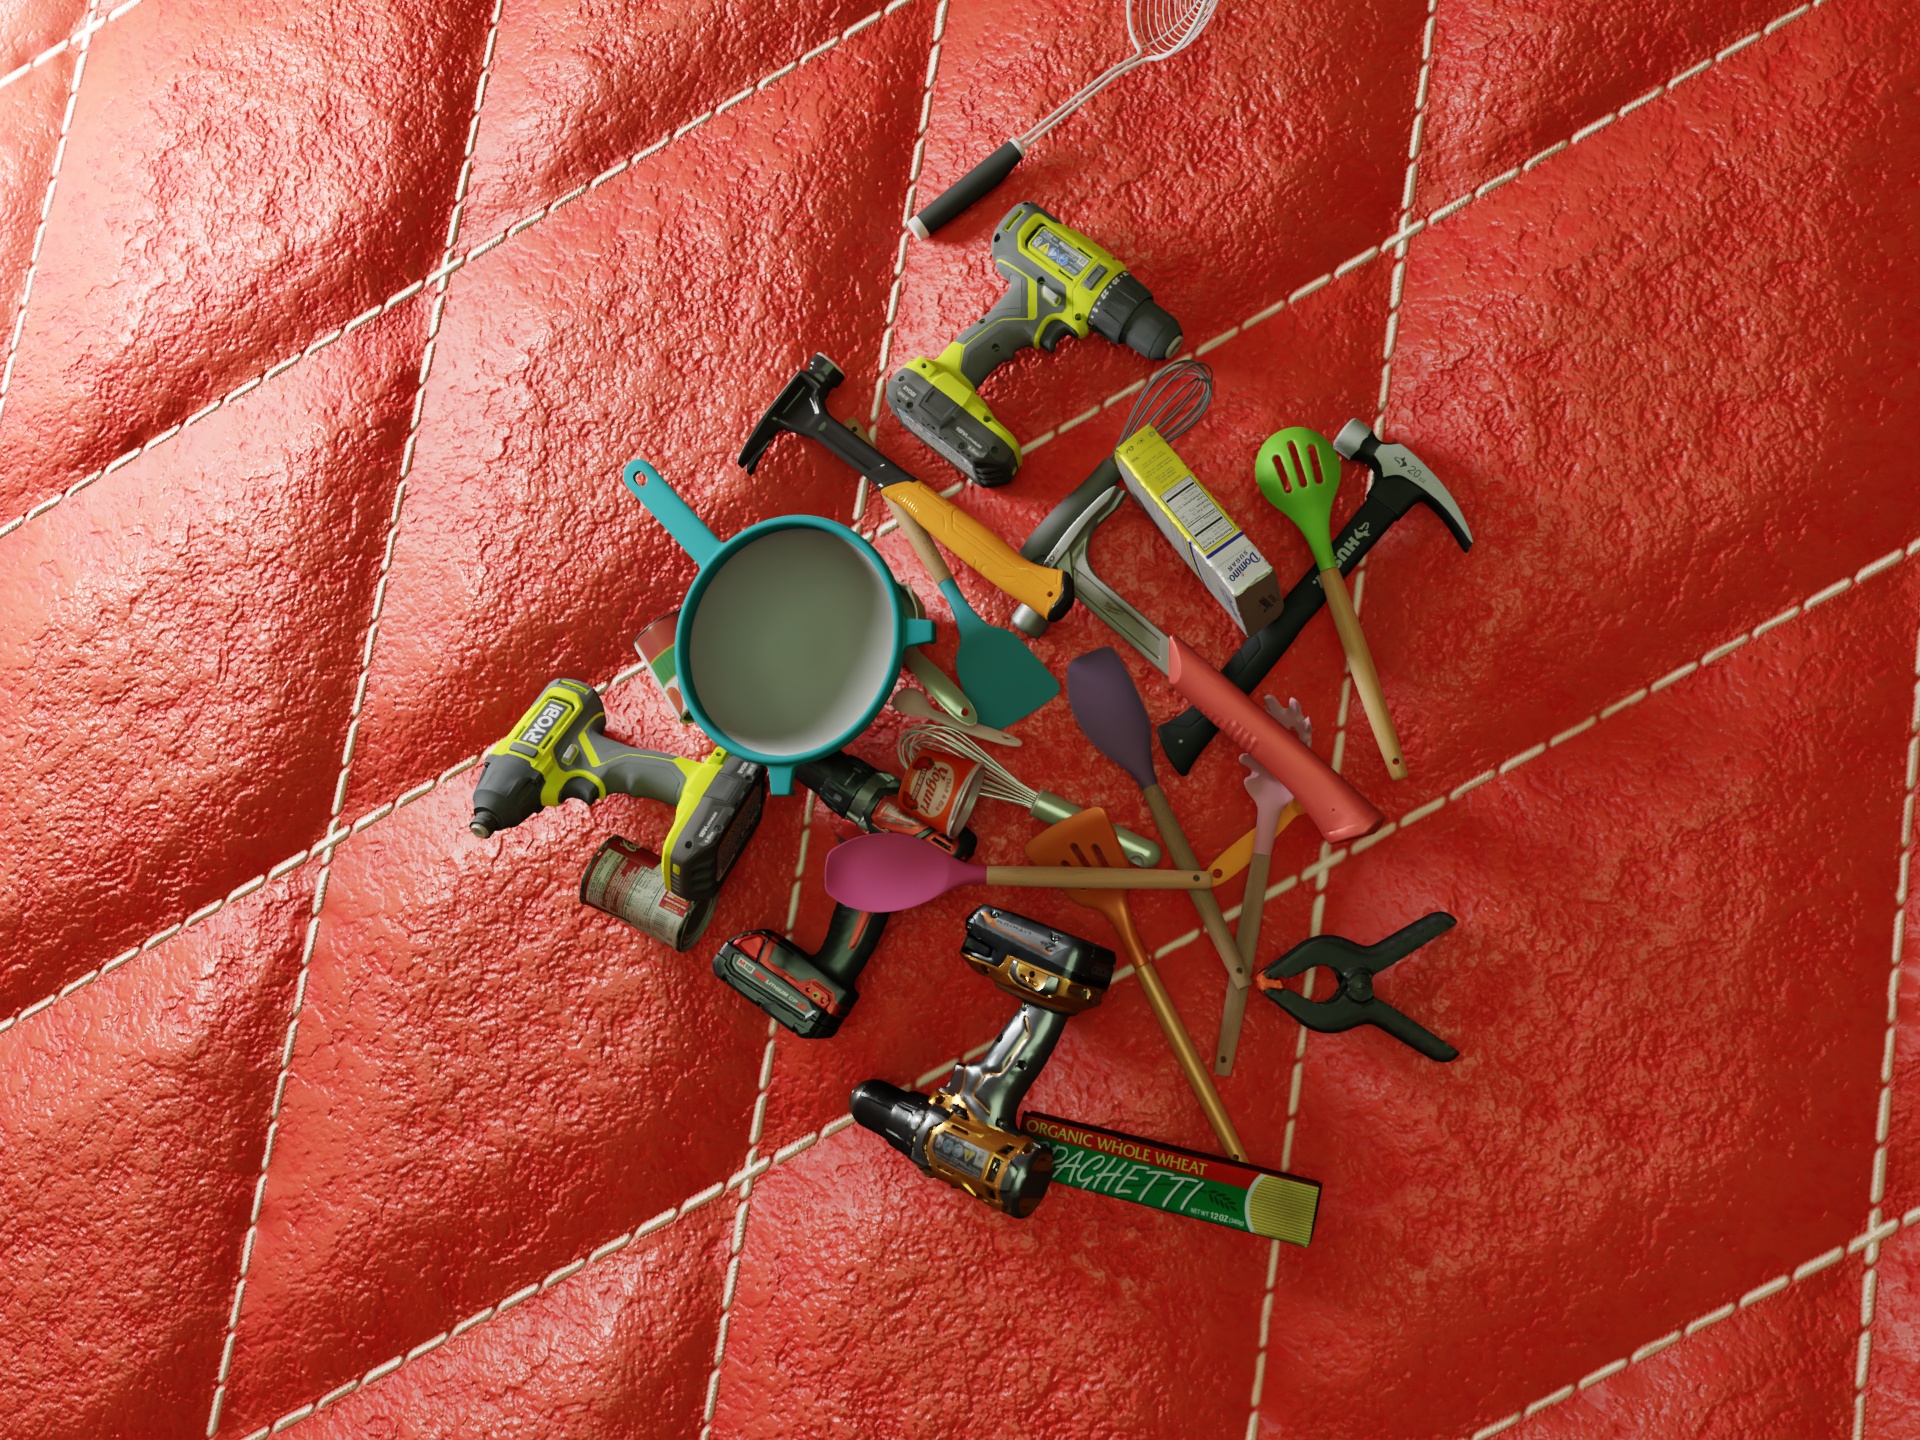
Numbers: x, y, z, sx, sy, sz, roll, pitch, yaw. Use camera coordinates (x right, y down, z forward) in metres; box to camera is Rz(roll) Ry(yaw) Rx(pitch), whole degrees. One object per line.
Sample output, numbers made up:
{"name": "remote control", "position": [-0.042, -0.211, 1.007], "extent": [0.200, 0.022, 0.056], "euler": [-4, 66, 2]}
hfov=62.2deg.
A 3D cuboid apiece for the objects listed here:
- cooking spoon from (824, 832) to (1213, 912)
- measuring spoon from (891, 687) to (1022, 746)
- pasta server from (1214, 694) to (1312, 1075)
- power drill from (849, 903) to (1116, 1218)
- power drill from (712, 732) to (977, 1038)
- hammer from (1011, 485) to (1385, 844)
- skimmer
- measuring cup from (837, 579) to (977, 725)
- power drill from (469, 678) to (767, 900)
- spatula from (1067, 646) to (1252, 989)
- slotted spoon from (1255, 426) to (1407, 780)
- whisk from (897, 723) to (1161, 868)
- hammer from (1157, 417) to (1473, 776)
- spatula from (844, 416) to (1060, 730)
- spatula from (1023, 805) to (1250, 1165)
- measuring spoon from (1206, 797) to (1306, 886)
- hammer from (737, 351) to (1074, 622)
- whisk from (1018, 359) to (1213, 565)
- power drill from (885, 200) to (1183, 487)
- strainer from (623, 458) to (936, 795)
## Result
{"name": "cooking spoon", "position": [0.047, 0.129, 1.309], "extent": [0.319, 0.017, 0.069], "euler": [1, 67, 2]}
{"name": "measuring spoon", "position": [-0.002, -0.004, 1.378], "extent": [0.124, 0.034, 0.018], "euler": [20, 116, 17]}
{"name": "pasta server", "position": [0.243, 0.137, 1.317], "extent": [0.060, 0.040, 0.316], "euler": [10, 88, 26]}
{"name": "power drill", "position": [0.014, 0.269, 1.312], "extent": [0.185, 0.084, 0.226], "euler": [17, 85, 32]}
{"name": "power drill", "position": [-0.118, 0.138, 1.363], "extent": [0.188, 0.080, 0.227], "euler": [34, 85, 11]}
{"name": "hammer", "position": [0.207, -0.034, 1.310], "extent": [0.359, 0.036, 0.149], "euler": [43, 105, 22]}
{"name": "skimmer", "position": [0.086, -0.575, 1.425], "extent": [0.363, 0.090, 0.127], "euler": [-38, 46, 5]}
{"name": "measuring cup", "position": [-0.037, -0.055, 1.387], "extent": [0.083, 0.038, 0.168], "euler": [-46, 74, 11]}
{"name": "power drill", "position": [-0.295, 0.064, 1.368], "extent": [0.223, 0.080, 0.171], "euler": [19, 47, 9]}
{"name": "spatula", "position": [0.169, 0.080, 1.340], "extent": [0.060, 0.018, 0.316], "euler": [-23, 72, -5]}
{"name": "slotted spoon", "position": [0.316, -0.101, 1.318], "extent": [0.070, 0.031, 0.314], "euler": [-18, 80, 9]}
{"name": "whisk", "position": [0.059, 0.066, 1.361], "extent": [0.246, 0.057, 0.059], "euler": [25, 54, 7]}
{"name": "hammer", "position": [0.287, -0.088, 1.351], "extent": [0.146, 0.035, 0.335], "euler": [40, 90, 13]}
{"name": "spatula", "position": [-0.024, -0.139, 1.415], "extent": [0.082, 0.044, 0.318], "euler": [-31, 74, 5]}
{"name": "spatula", "position": [0.160, 0.227, 1.322], "extent": [0.081, 0.041, 0.323], "euler": [-30, 80, 17]}
{"name": "measuring spoon", "position": [0.250, 0.101, 1.341], "extent": [0.117, 0.011, 0.021], "euler": [-40, 78, 2]}
{"name": "hammer", "position": [-0.041, -0.186, 1.388], "extent": [0.337, 0.034, 0.127], "euler": [38, 89, 19]}
{"name": "whisk", "position": [0.133, -0.222, 1.390], "extent": [0.055, 0.055, 0.239], "euler": [44, 94, 12]}
{"name": "power drill", "position": [0.064, -0.321, 1.400], "extent": [0.191, 0.080, 0.228], "euler": [39, 87, 12]}
{"name": "strainer", "position": [-0.170, -0.104, 1.374], "extent": [0.211, 0.095, 0.341], "euler": [-47, 68, 9]}
